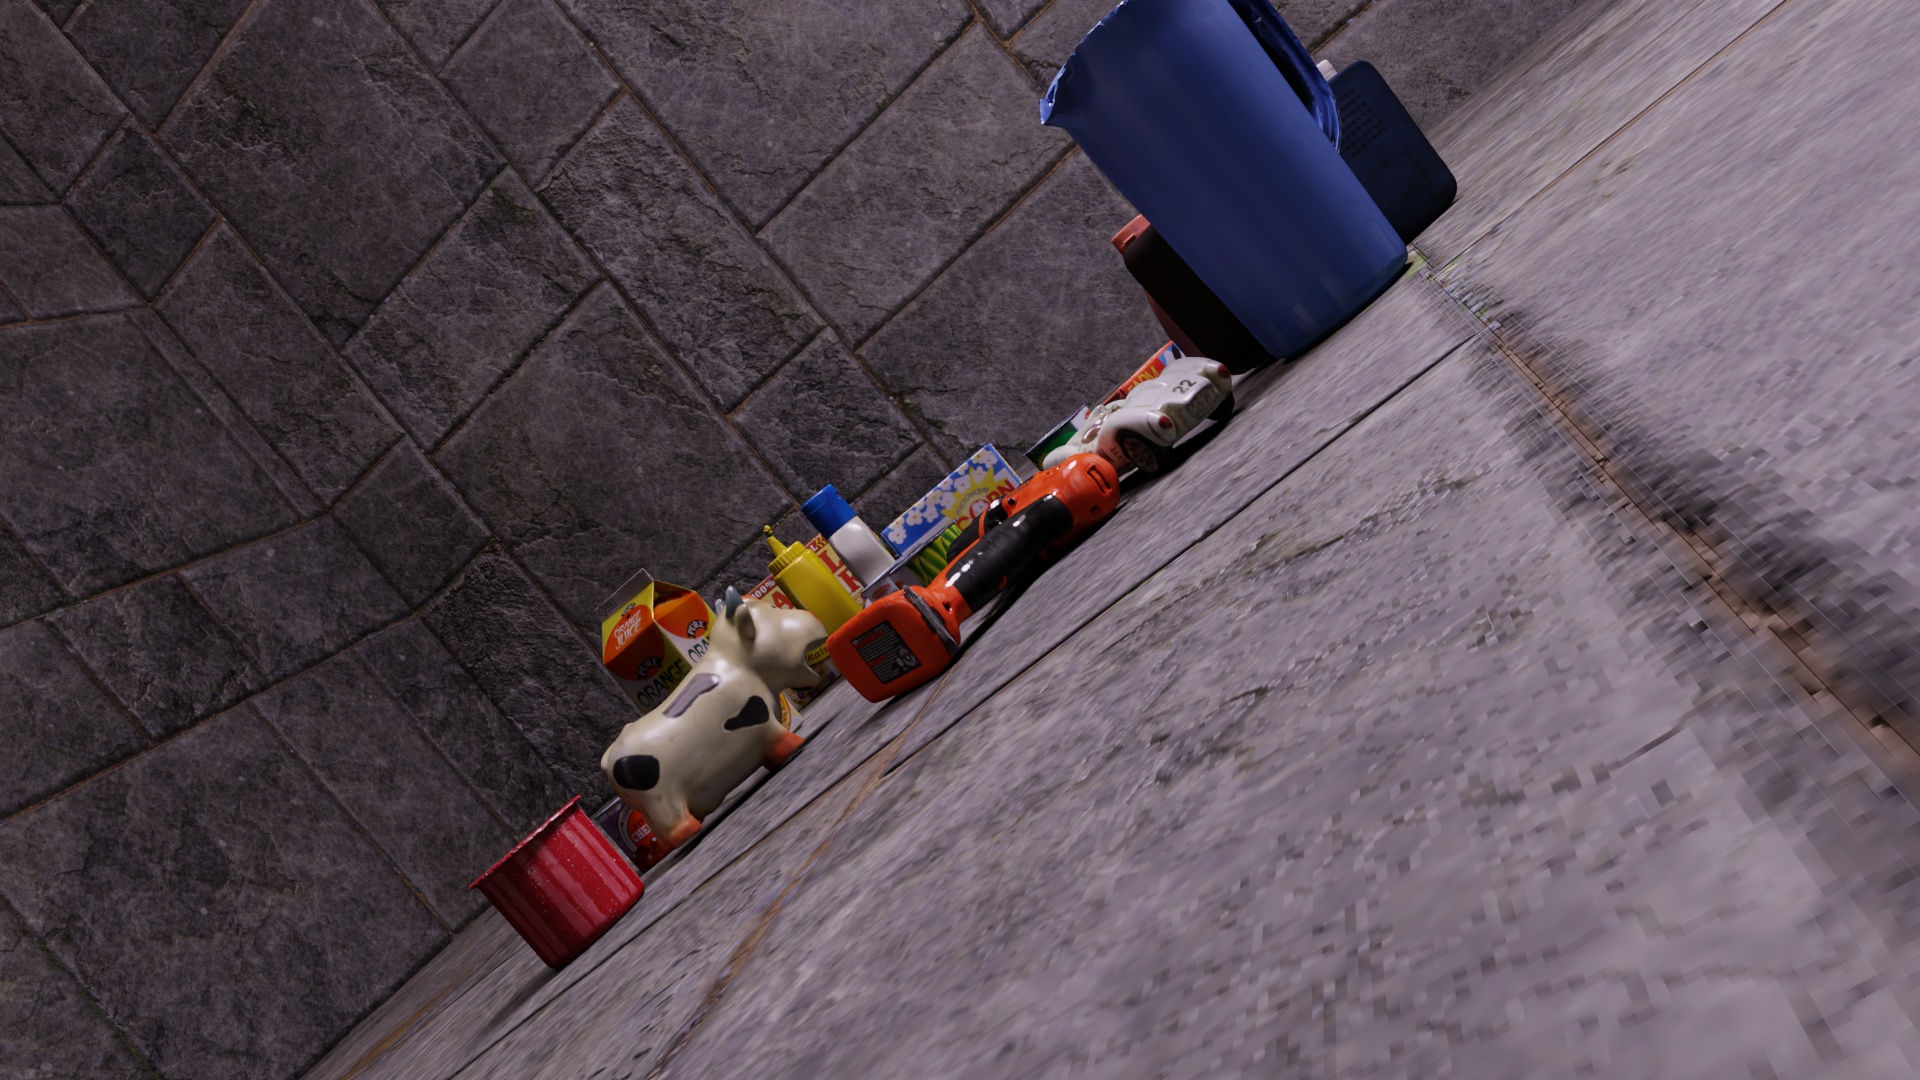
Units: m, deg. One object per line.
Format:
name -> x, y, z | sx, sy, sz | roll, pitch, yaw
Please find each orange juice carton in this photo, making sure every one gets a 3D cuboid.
orange juice carton -> -0.231, 0.115, 1.189 | 0.071, 0.192, 0.073 | -39, 2, 26

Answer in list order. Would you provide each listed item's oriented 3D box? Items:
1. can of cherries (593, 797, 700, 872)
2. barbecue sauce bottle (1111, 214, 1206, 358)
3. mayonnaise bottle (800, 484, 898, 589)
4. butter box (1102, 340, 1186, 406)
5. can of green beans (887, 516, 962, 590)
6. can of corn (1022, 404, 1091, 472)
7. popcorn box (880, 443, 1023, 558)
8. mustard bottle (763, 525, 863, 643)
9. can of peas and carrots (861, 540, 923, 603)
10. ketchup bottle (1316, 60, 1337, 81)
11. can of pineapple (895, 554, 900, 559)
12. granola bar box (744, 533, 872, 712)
can of cherries -> -0.247, 0.221, 1.103 | 0.071, 0.058, 0.071 | -40, 2, 2
barbecue sauce bottle -> 0.186, -0.204, 1.153 | 0.064, 0.148, 0.044 | -39, 2, 30
mayonnaise bottle -> -0.083, 0.016, 1.251 | 0.041, 0.148, 0.065 | -40, 2, -3
butter box -> 0.158, -0.116, 1.109 | 0.024, 0.053, 0.104 | -38, 3, 44
can of green beans -> -0.012, 0.027, 1.051 | 0.071, 0.058, 0.071 | -40, 2, 2
can of corn -> 0.096, -0.070, 1.167 | 0.071, 0.058, 0.071 | -40, 2, 2
popcorn box -> 0.004, -0.016, 1.247 | 0.126, 0.085, 0.038 | -40, 2, 4
mustard bottle -> -0.138, 0.050, 1.330 | 0.049, 0.160, 0.065 | -40, 2, -6
can of peas and carrots -> -0.037, 0.042, 1.154 | 0.071, 0.058, 0.071 | -40, 2, 2
ketchup bottle -> 0.336, -0.330, 1.156 | 0.043, 0.149, 0.064 | -40, 2, -5
can of pineapple -> -0.024, 0.019, 1.371 | 0.071, 0.058, 0.071 | -40, 2, 2
granola bar box -> -0.145, 0.075, 1.408 | 0.166, 0.124, 0.039 | -41, 2, -14
